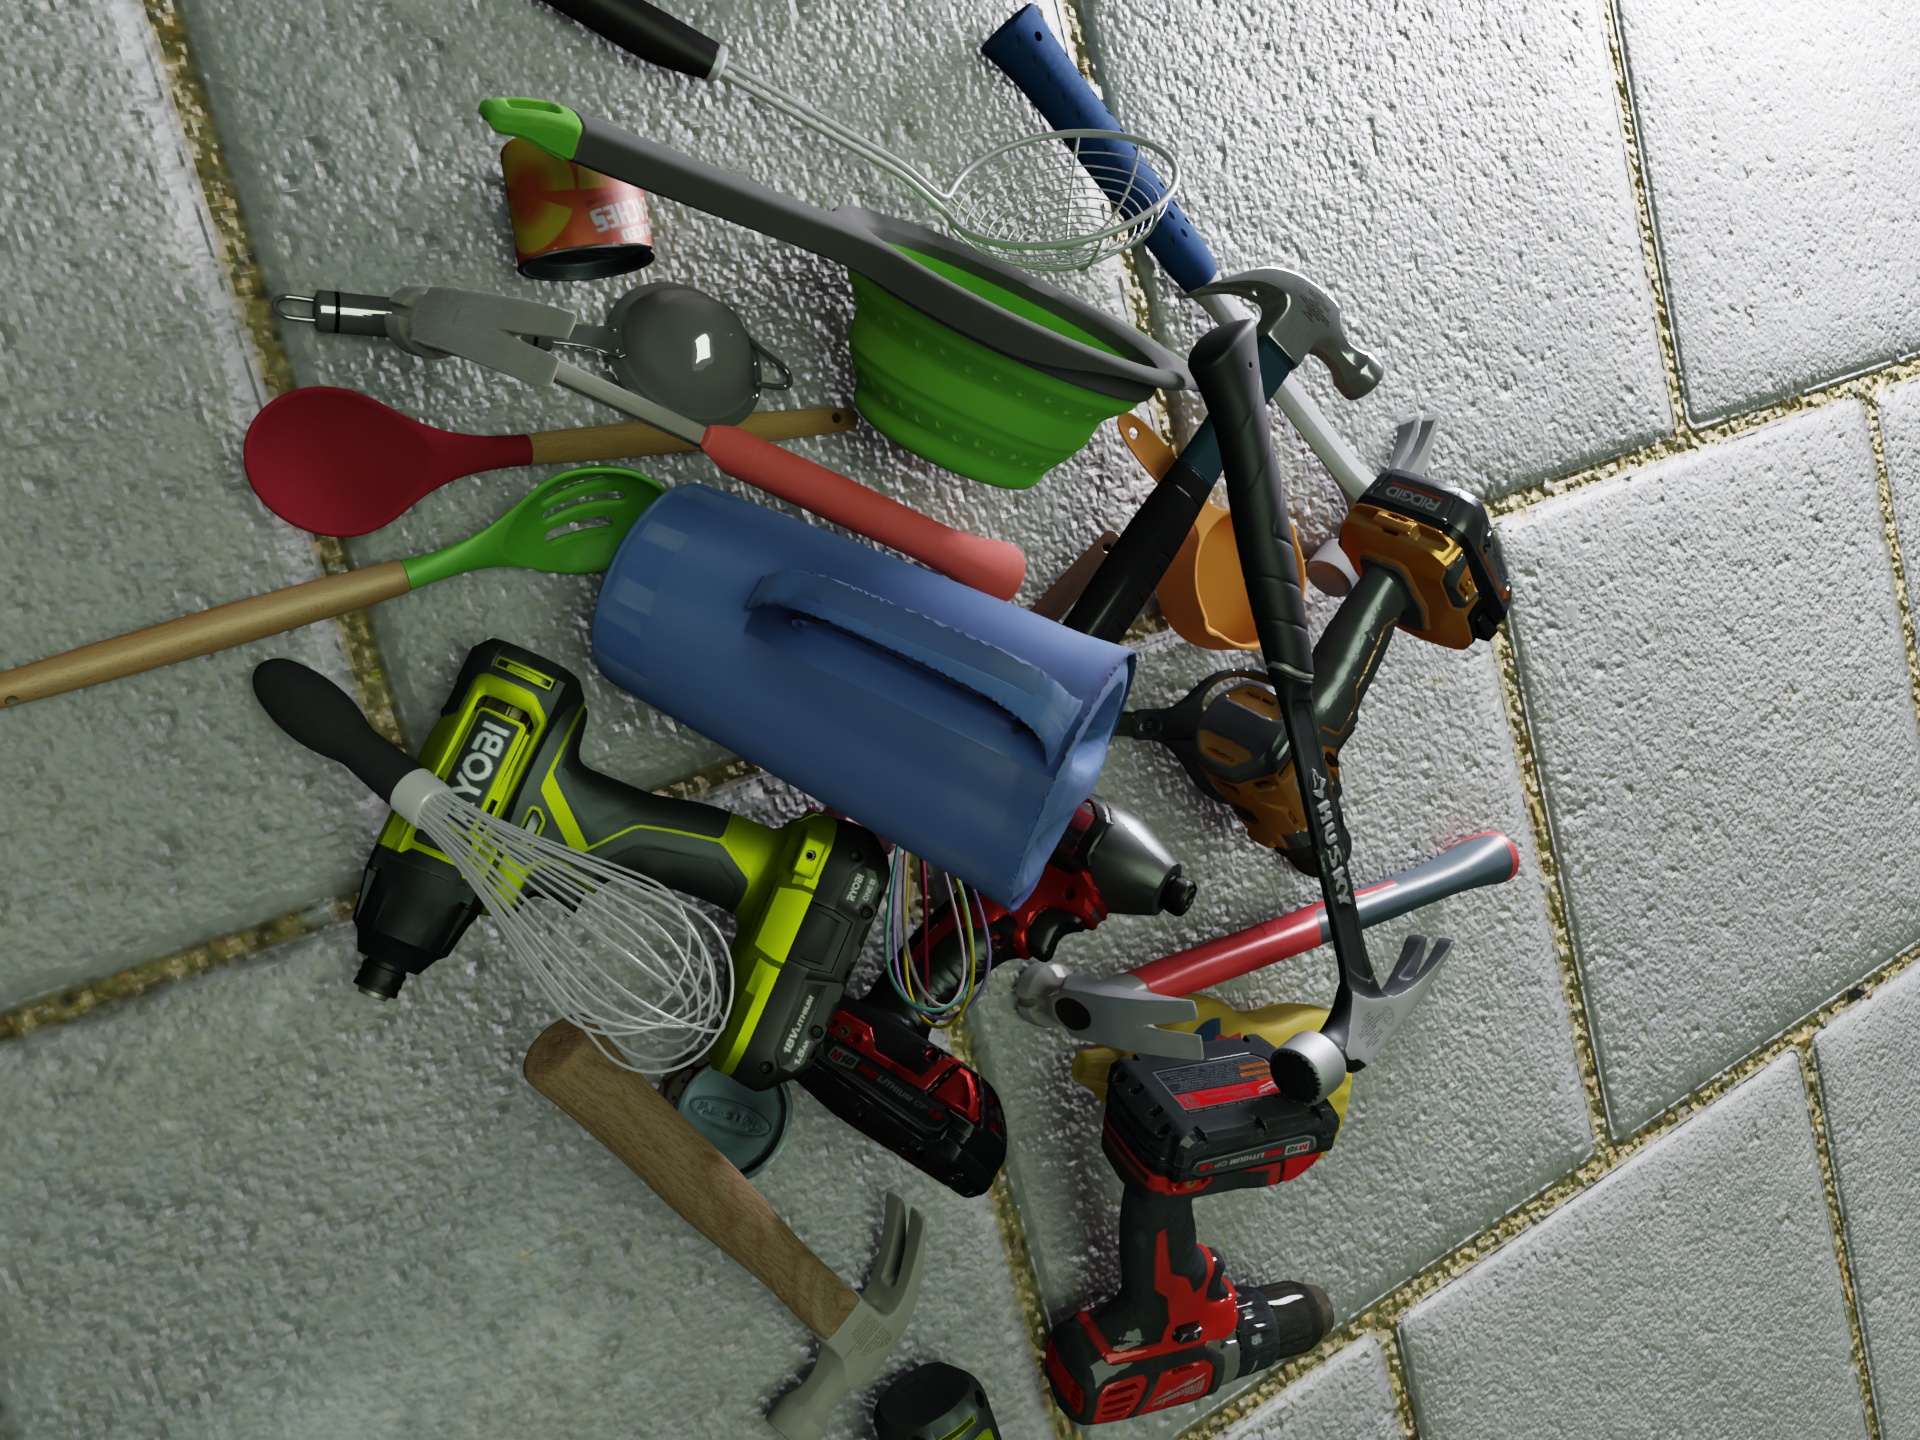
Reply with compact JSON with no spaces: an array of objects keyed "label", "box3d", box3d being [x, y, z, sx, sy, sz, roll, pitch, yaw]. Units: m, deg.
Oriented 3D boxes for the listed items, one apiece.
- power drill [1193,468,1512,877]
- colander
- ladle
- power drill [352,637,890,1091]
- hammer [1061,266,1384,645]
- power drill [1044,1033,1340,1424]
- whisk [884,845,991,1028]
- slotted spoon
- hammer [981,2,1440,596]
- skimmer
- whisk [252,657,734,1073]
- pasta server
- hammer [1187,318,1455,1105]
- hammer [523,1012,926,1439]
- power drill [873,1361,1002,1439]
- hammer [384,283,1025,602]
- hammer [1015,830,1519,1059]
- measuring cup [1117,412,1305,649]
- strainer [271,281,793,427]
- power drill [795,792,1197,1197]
[{"label":"power drill","box3d":[0.246,-0.017,0.981,0.226,0.084,0.185,-53,139,-9]},{"label":"colander","box3d":[-0.055,-0.198,0.794,0.396,0.205,0.094,10,116,-36]},{"label":"ladle","box3d":[-0.189,-0.139,0.790,0.315,0.031,0.069,-12,97,-31]},{"label":"power drill","box3d":[-0.162,0.083,0.757,0.223,0.080,0.171,25,78,-10]},{"label":"hammer","box3d":[0.127,-0.127,0.912,0.128,0.033,0.331,41,70,-21]},{"label":"power drill","box3d":[0.152,0.300,0.924,0.187,0.080,0.226,-3,115,-25]},{"label":"whisk","box3d":[-0.026,0.042,0.830,0.051,0.047,0.245,-2,63,-14]},{"label":"slotted spoon","box3d":[-0.281,-0.061,0.731,0.313,0.070,0.031,-21,57,-25]},{"label":"hammer","box3d":[0.160,-0.267,0.987,0.405,0.035,0.144,46,69,-22]},{"label":"skimmer","box3d":[-0.058,-0.334,0.820,0.363,0.090,0.127,22,41,-22]},{"label":"whisk","box3d":[-0.208,0.052,0.678,0.285,0.070,0.070,33,68,20]},{"label":"pasta server","box3d":[-0.001,-0.003,0.893,0.060,0.040,0.316,45,67,-8]},{"label":"hammer","box3d":[0.185,-0.009,0.853,0.149,0.036,0.408,-25,106,-39]},{"label":"hammer","box3d":[-0.106,0.238,0.767,0.130,0.031,0.331,-49,136,-21]},{"label":"power drill","box3d":[-0.055,0.482,0.842,0.228,0.080,0.190,-25,105,-30]},{"label":"hammer","box3d":[-0.087,-0.121,0.768,0.358,0.149,0.037,19,93,-45]},{"label":"hammer","box3d":[0.227,0.129,0.978,0.386,0.143,0.038,-13,96,-34]},{"label":"measuring cup","box3d":[0.136,-0.116,0.965,0.173,0.052,0.095,48,68,-19]},{"label":"strainer","box3d":[-0.196,-0.189,0.778,0.258,0.050,0.087,-1,70,-26]},{"label":"power drill","box3d":[0.021,0.131,0.849,0.220,0.143,0.078,-56,154,-17]}]
